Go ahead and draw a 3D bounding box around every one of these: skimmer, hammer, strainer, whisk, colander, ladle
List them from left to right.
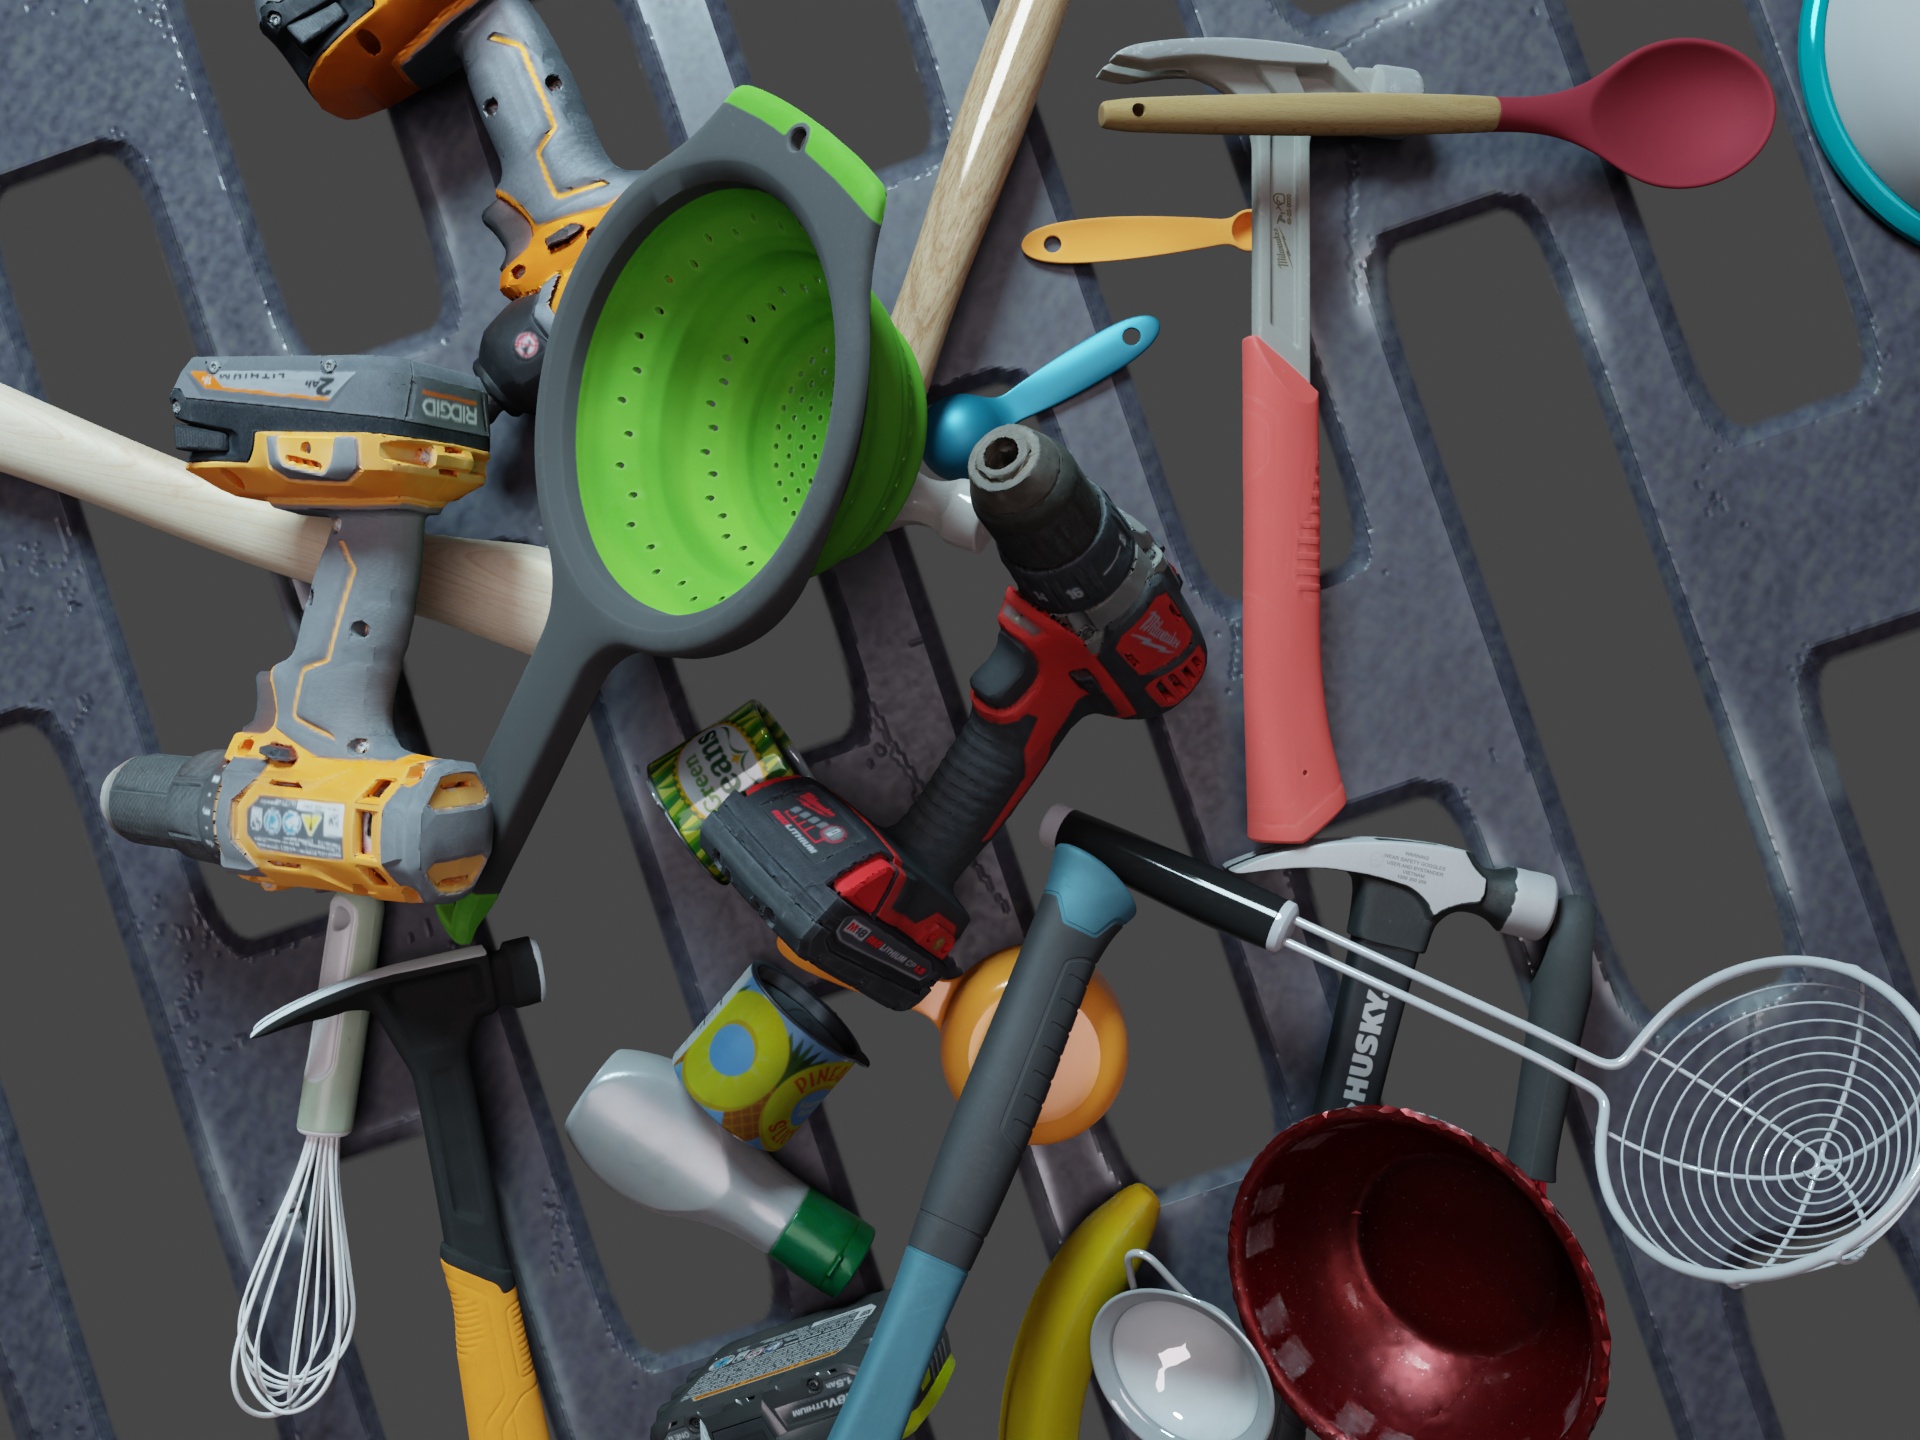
[{"bbox_3d":[-0.376,-0.098,0.753,0.410,0.038,0.146,19,91,2],"label":"hammer"},{"bbox_3d":[-0.299,0.199,0.741,0.058,0.059,0.246,4,85,30],"label":"whisk"},{"bbox_3d":[-0.225,0.276,0.728,0.127,0.034,0.337,-12,92,-22],"label":"hammer"},{"bbox_3d":[-0.120,-0.060,0.689,0.205,0.094,0.397,47,117,34],"label":"colander"},{"bbox_3d":[-0.002,0.209,0.655,0.128,0.033,0.331,26,75,-8],"label":"hammer"},{"bbox_3d":[0.002,-0.248,0.735,0.130,0.031,0.331,18,86,16],"label":"hammer"},{"bbox_3d":[0.114,0.348,0.696,0.087,0.050,0.258,-11,91,35],"label":"strainer"},{"bbox_3d":[0.137,-0.124,0.724,0.149,0.037,0.359,0,91,-12],"label":"hammer"},{"bbox_3d":[0.163,0.215,0.729,0.146,0.035,0.335,13,90,2],"label":"hammer"},{"bbox_3d":[0.179,0.096,0.631,0.363,0.090,0.127,23,73,29],"label":"skimmer"},{"bbox_3d":[0.214,-0.269,0.708,0.315,0.031,0.069,-4,89,-11],"label":"ladle"},{"bbox_3d":[0.252,0.224,0.715,0.073,0.073,0.296,12,84,2],"label":"whisk"},{"bbox_3d":[0.492,-0.249,0.694,0.211,0.095,0.340,2,88,2],"label":"strainer"}]

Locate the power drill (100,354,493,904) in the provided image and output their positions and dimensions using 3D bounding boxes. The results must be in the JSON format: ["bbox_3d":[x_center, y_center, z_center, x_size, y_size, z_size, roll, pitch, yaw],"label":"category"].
[{"bbox_3d":[-0.291,-0.038,0.689,0.185,0.084,0.226,4,94,19],"label":"power drill"}]

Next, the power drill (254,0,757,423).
[{"bbox_3d":[-0.214,-0.255,0.728,0.164,0.084,0.226,-38,92,2],"label":"power drill"}]

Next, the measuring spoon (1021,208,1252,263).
[{"bbox_3d":[0.087,-0.227,0.752,0.117,0.011,0.021,-2,90,6],"label":"measuring spoon"}]

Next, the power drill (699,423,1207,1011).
[{"bbox_3d":[-0.001,-0.002,0.662,0.226,0.187,0.080,-48,55,-2],"label":"power drill"}]

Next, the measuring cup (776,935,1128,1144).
[{"bbox_3d":[-0.006,0.134,0.726,0.173,0.052,0.095,21,90,0],"label":"measuring cup"}]

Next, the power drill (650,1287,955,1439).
[{"bbox_3d":[-0.021,0.378,0.696,0.190,0.080,0.228,-25,89,17],"label":"power drill"}]

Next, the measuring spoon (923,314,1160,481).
[{"bbox_3d":[0.037,-0.156,0.744,0.128,0.021,0.042,-30,88,3],"label":"measuring spoon"}]
